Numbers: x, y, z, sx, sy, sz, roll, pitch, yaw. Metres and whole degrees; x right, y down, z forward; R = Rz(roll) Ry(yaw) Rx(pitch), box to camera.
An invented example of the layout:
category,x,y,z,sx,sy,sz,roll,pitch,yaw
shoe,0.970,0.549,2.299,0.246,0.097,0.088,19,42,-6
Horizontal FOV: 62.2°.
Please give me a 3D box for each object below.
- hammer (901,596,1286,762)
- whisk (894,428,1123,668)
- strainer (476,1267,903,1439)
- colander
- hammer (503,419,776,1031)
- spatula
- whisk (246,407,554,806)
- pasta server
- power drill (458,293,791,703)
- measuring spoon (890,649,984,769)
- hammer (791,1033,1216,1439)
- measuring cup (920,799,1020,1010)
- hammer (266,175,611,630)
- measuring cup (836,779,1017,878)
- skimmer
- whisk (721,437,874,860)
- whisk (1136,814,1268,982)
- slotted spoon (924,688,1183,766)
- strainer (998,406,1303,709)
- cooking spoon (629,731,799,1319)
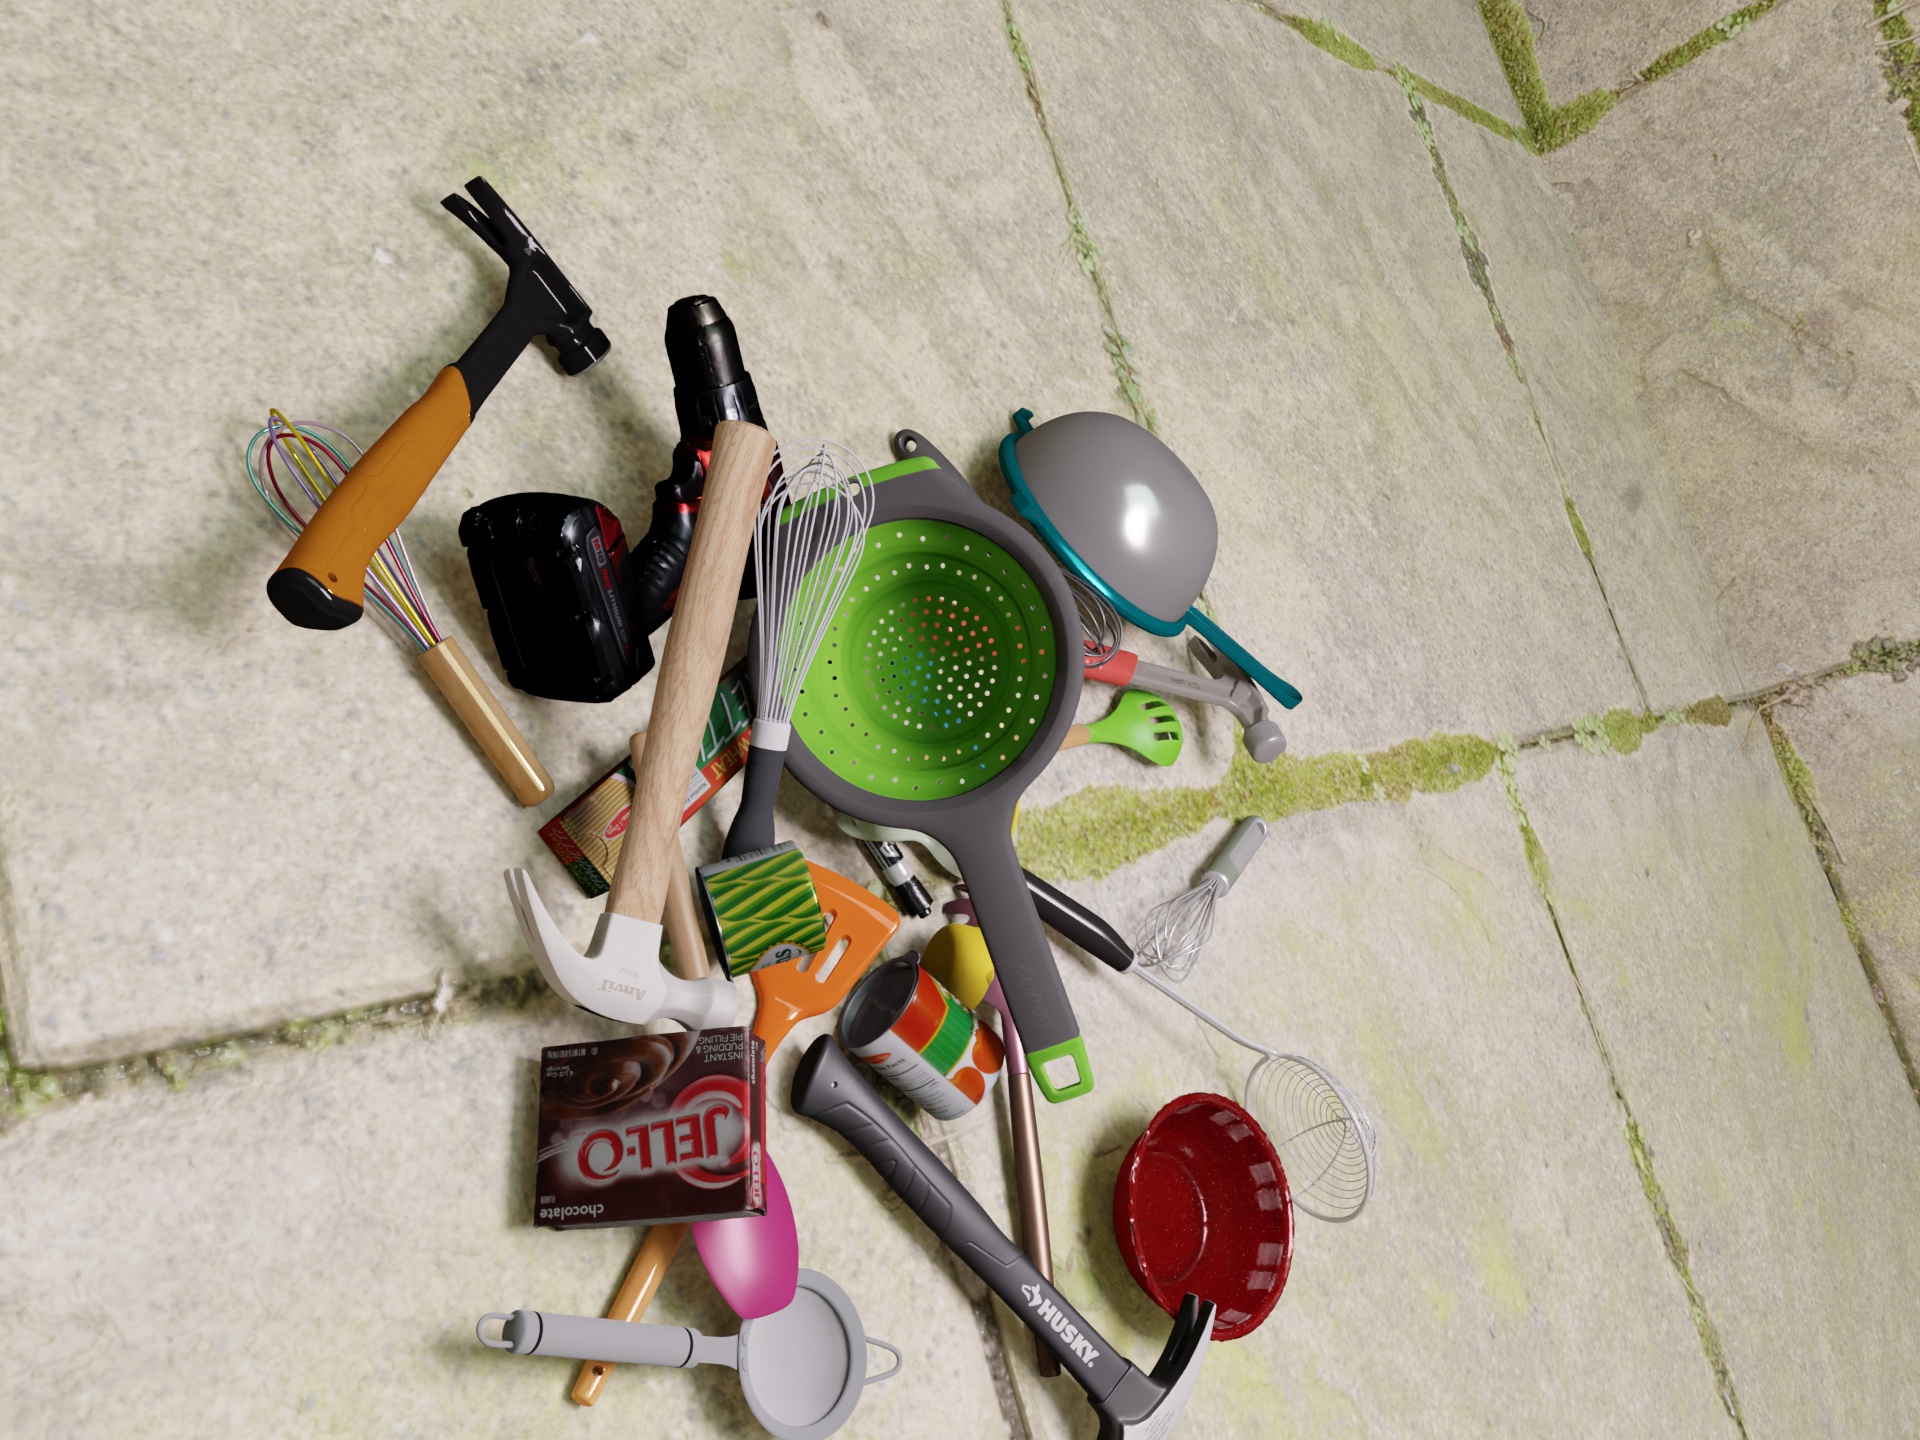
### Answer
category,x,y,z,sx,sy,sz,roll,pitch,yaw
hammer,0.103,-0.052,1.242,0.358,0.036,0.149,12,38,-37
whisk,0.032,-0.131,1.176,0.239,0.055,0.055,48,39,11
strainer,-0.133,0.314,0.798,0.258,0.050,0.087,28,50,-43
colander,0.004,0.040,0.994,0.094,0.204,0.397,-6,76,-84
hammer,-0.151,-0.007,0.844,0.130,0.031,0.331,20,71,-30
spatula,-0.128,0.217,0.872,0.081,0.041,0.323,29,49,-4
whisk,-0.291,-0.057,0.838,0.245,0.047,0.051,58,39,-13
pasta server,0.036,0.260,1.040,0.060,0.040,0.316,10,68,-44
power drill,-0.180,-0.130,0.922,0.227,0.080,0.187,-46,133,-49
measuring spoon,-0.002,-0.004,1.114,0.128,0.021,0.042,46,39,-1
hammer,0.020,0.316,0.960,0.146,0.035,0.334,-45,102,-22
measuring cup,0.008,0.111,1.029,0.029,0.062,0.156,18,81,-25
hammer,-0.284,-0.168,0.851,0.127,0.034,0.337,53,30,-31
measuring cup,-0.018,0.063,1.046,0.167,0.038,0.083,9,54,-56
skimmer,0.155,0.231,1.140,0.363,0.127,0.090,36,62,-15
whisk,-0.107,-0.024,0.930,0.070,0.070,0.284,6,97,-45
whisk,0.199,0.133,1.261,0.058,0.059,0.246,60,36,-6
slotted spoon,0.078,0.015,1.207,0.313,0.031,0.070,-8,70,-47
strainer,0.183,-0.137,1.281,0.340,0.095,0.211,38,25,-18
cooking spoon,-0.139,0.156,0.856,0.068,0.017,0.319,2,67,-50
